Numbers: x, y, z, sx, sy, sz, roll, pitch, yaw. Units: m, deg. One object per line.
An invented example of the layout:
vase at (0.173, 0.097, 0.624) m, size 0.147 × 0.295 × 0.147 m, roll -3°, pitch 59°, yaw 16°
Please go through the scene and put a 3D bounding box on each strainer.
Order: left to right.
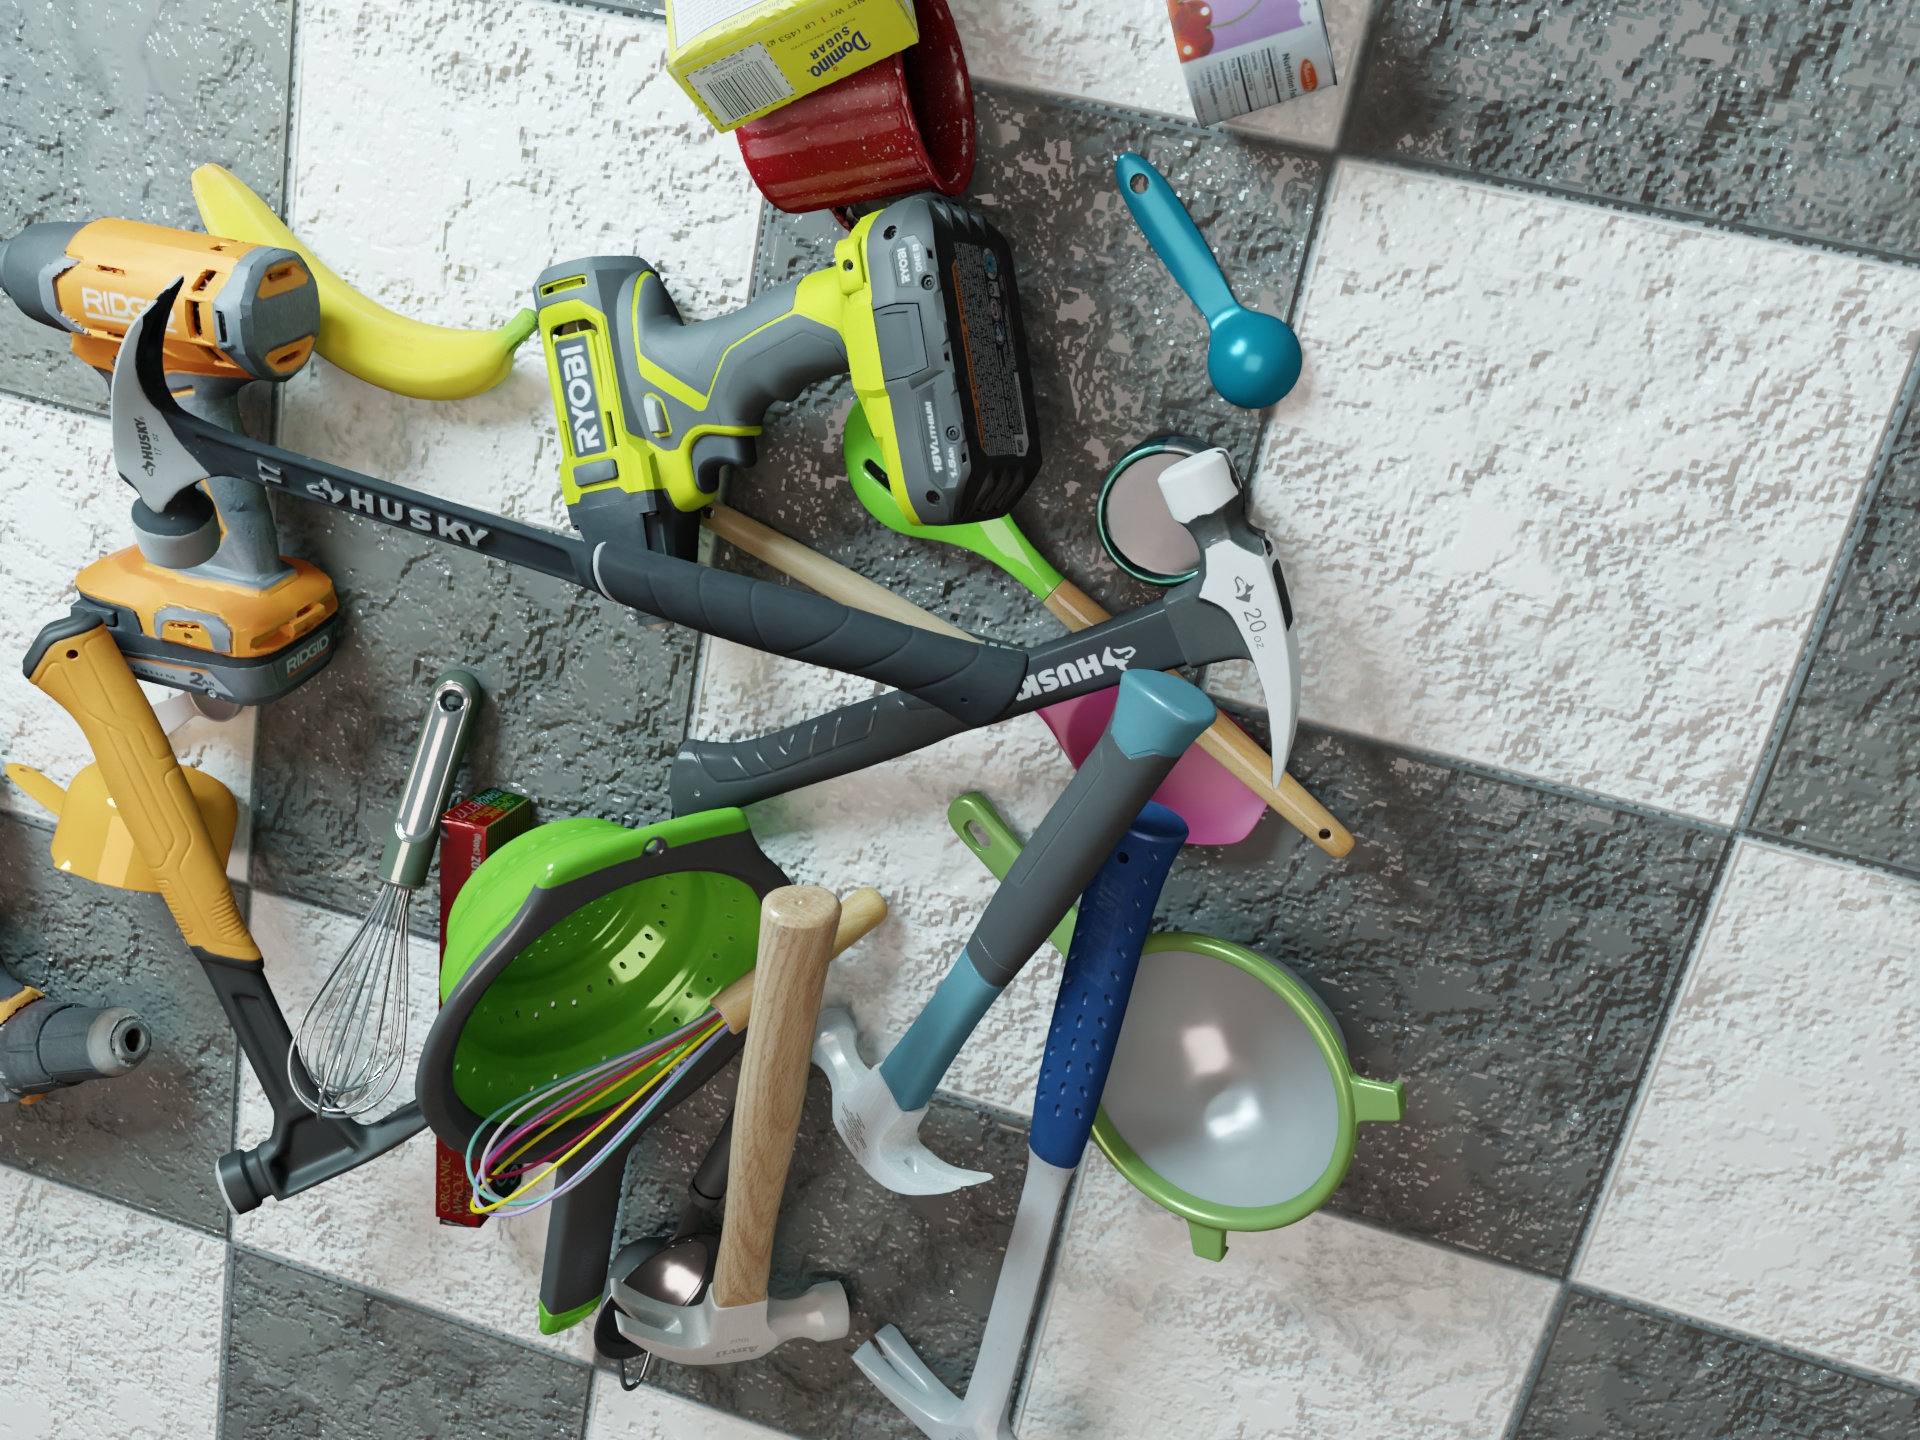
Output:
strainer at (-0.142, 0.260, 0.867) m, size 0.050 × 0.086 × 0.258 m, roll 43°, pitch 114°, yaw 31°
strainer at (0.095, 0.126, 0.781) m, size 0.256 × 0.069 × 0.151 m, roll 48°, pitch 126°, yaw 16°

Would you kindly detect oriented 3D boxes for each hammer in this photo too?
hammer at (-0.388, 0.099, 0.837) m, size 0.127 × 0.034 × 0.336 m, roll -23°, pitch 112°, yaw -17°
hammer at (-0.169, -0.074, 0.690) m, size 0.409 × 0.036 × 0.149 m, roll 17°, pitch 139°, yaw -1°
hammer at (-0.100, 0.212, 0.784) m, size 0.130 × 0.031 × 0.331 m, roll -3°, pitch 127°, yaw -21°
hammer at (-0.001, -0.002, 0.750) m, size 0.335 × 0.035 × 0.146 m, roll -18°, pitch 105°, yaw 26°
hammer at (0.018, 0.101, 0.724) m, size 0.128 × 0.033 × 0.330 m, roll 57°, pitch 133°, yaw 32°
hammer at (0.038, 0.220, 0.784) m, size 0.144 × 0.035 × 0.405 m, roll 25°, pitch 118°, yaw 27°

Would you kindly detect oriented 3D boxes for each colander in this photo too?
colander at (-0.208, 0.181, 0.845) m, size 0.095 × 0.204 × 0.396 m, roll 44°, pitch 133°, yaw 34°

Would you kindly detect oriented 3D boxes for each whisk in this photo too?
whisk at (-0.297, 0.092, 0.835) m, size 0.057 × 0.059 × 0.246 m, roll 17°, pitch 88°, yaw -8°
whisk at (-0.137, 0.158, 0.783) m, size 0.245 × 0.047 × 0.051 m, roll -36°, pitch 76°, yaw -20°

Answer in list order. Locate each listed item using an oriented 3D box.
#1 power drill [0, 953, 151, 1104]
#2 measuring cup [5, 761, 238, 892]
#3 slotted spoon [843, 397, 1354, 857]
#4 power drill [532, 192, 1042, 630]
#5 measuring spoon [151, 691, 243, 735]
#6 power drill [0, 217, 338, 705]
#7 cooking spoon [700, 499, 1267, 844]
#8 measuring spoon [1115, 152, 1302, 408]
power drill at (-0.579, 0.121, 0.924) m, size 0.185 × 0.084 × 0.226 m, roll -7°, pitch 108°, yaw 20°
measuring cup at (-0.477, 0.038, 0.887) m, size 0.174 × 0.095 × 0.052 m, roll 25°, pitch 101°, yaw 26°
slotted spoon at (0.064, -0.045, 0.742) m, size 0.314 × 0.031 × 0.070 m, roll 42°, pitch 109°, yaw 1°
power drill at (-0.084, -0.135, 0.712) m, size 0.223 × 0.080 × 0.171 m, roll -6°, pitch 98°, yaw 28°
measuring spoon at (-0.444, -0.003, 0.895) m, size 0.124 × 0.018 × 0.034 m, roll -21°, pitch 101°, yaw 25°
power drill at (-0.397, -0.133, 0.789) m, size 0.164 × 0.084 × 0.226 m, roll 13°, pitch 120°, yaw 10°
cooking spoon at (0.005, -0.032, 0.772) m, size 0.319 × 0.017 × 0.069 m, roll 29°, pitch 98°, yaw 4°
measuring spoon at (0.105, -0.193, 0.698) m, size 0.042 × 0.021 × 0.128 m, roll -32°, pitch 97°, yaw 20°
